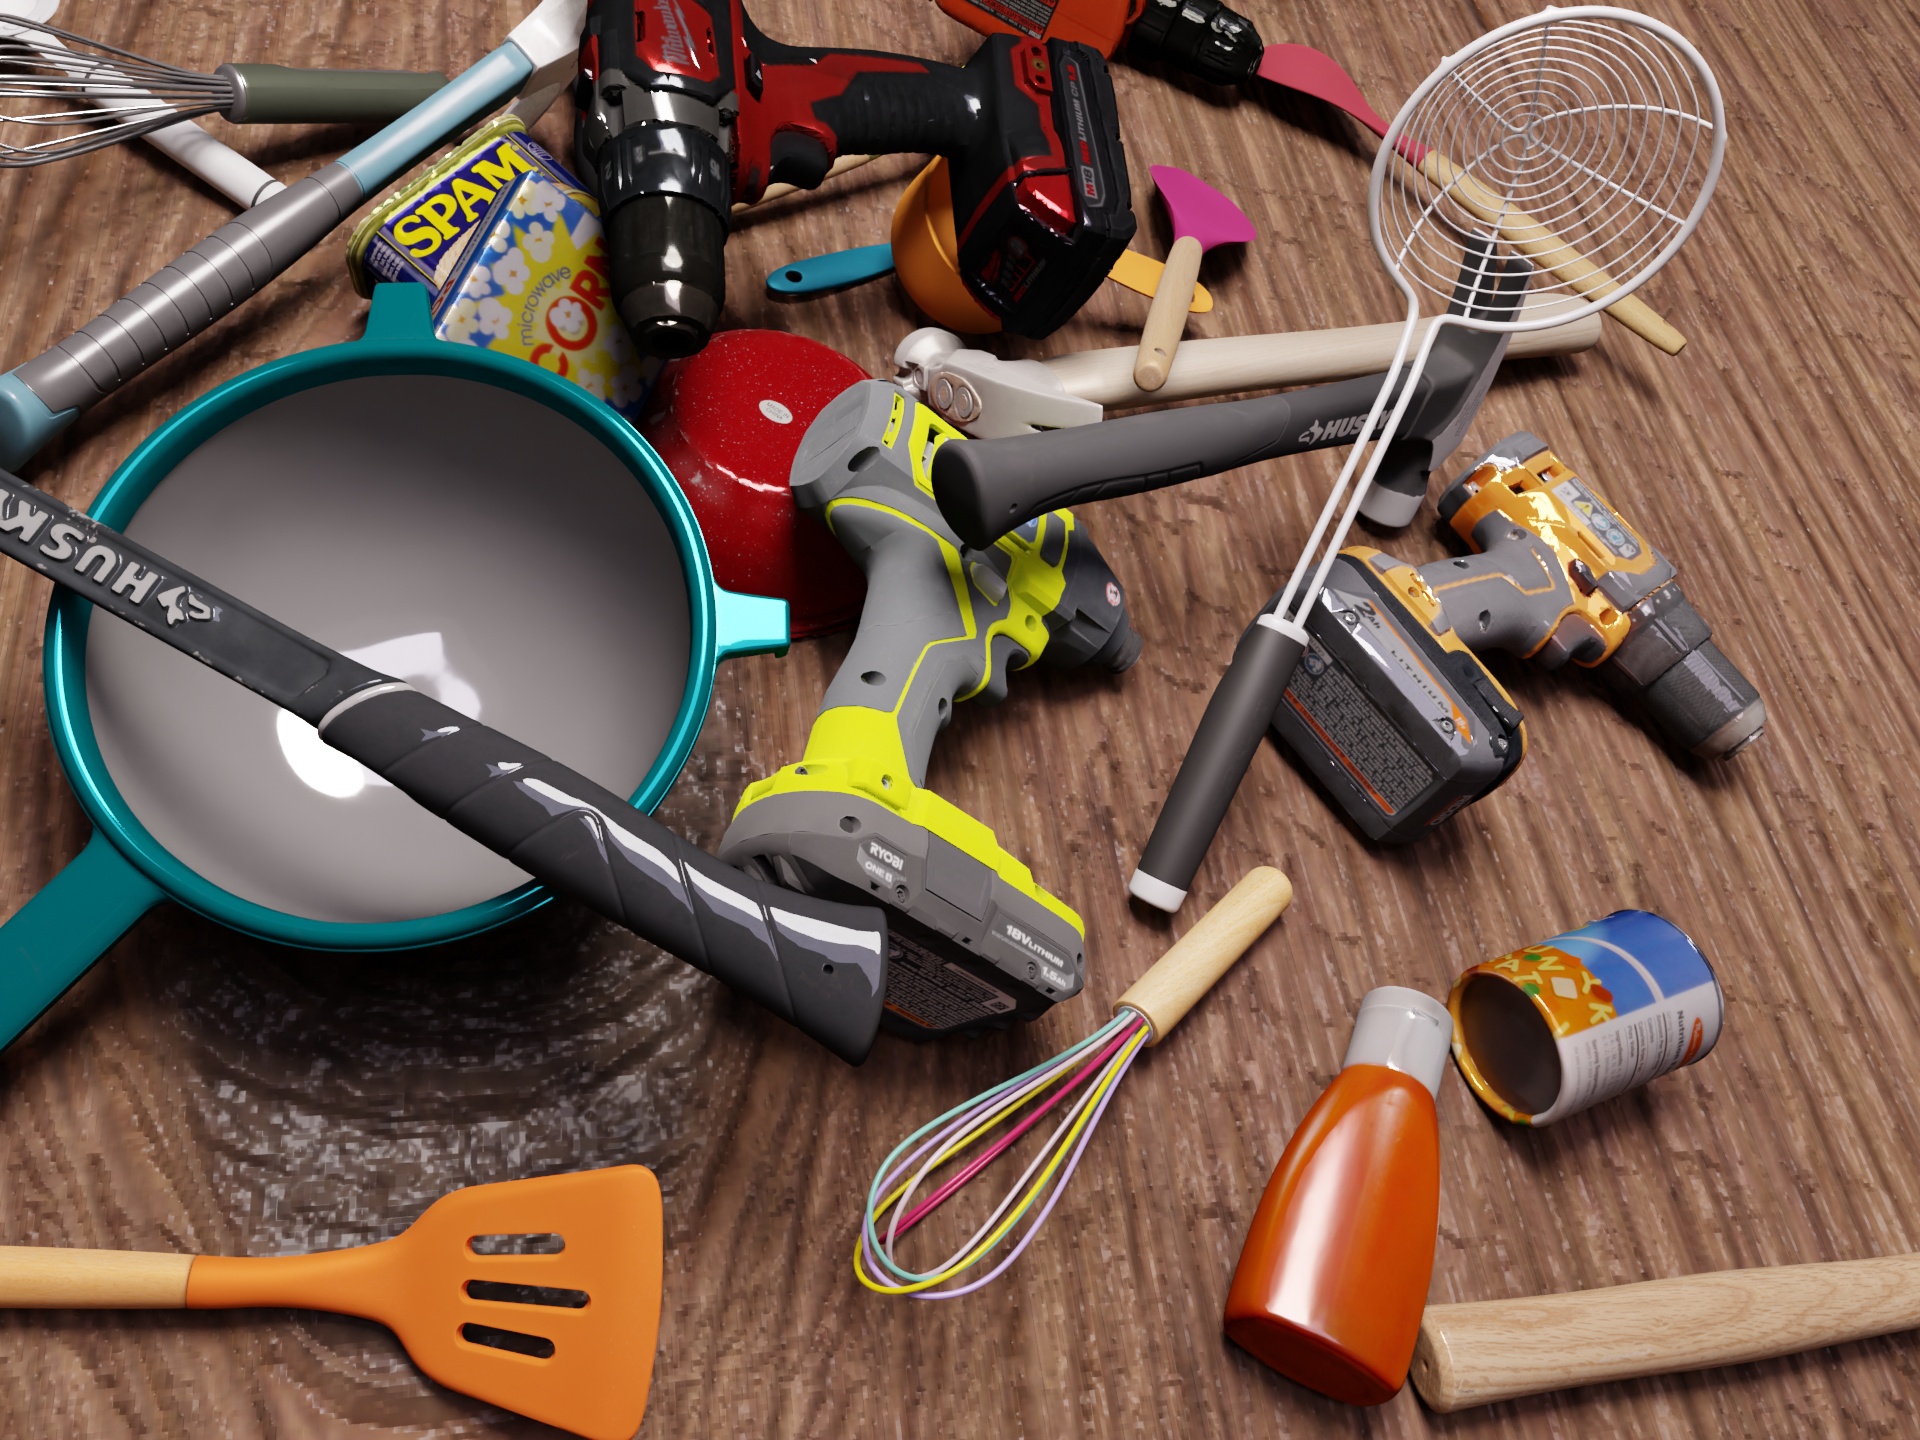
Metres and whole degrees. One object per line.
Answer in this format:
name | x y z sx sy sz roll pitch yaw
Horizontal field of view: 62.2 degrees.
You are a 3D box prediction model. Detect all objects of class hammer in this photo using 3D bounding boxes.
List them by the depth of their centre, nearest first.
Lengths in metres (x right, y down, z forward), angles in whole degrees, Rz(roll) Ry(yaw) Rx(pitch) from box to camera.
hammer | -0.201 -0.008 0.483 0.409 0.036 0.149 29 73 3
hammer | 0.321 0.228 0.609 0.331 0.031 0.130 -1 58 -18
hammer | -0.265 -0.215 0.659 0.033 0.128 0.331 48 62 -15
hammer | 0.120 -0.124 0.661 0.334 0.146 0.035 -18 51 -39
hammer | 0.179 -0.177 0.788 0.410 0.038 0.146 -13 30 -29

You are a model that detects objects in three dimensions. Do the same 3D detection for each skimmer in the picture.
skimmer | 0.162 -0.086 0.605 0.127 0.090 0.363 25 92 -19

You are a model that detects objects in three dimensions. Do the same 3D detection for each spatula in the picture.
spatula | -0.251 0.163 0.461 0.322 0.041 0.081 6 79 -12

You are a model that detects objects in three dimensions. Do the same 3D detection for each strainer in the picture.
strainer | -0.231 0.027 0.537 0.211 0.095 0.340 41 74 6
strainer | -0.393 -0.288 0.705 0.258 0.050 0.087 35 45 -1

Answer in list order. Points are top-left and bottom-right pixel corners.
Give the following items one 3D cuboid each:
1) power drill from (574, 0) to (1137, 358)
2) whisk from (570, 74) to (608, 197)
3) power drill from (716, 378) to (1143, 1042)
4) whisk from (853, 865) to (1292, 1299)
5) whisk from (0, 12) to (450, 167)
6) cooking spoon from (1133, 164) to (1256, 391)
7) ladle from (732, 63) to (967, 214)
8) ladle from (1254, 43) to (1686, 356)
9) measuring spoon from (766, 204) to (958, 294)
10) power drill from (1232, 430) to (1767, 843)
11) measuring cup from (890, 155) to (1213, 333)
power drill | -0.045 -0.222 0.658 0.226 0.080 0.188 4 66 -25
whisk | -0.199 -0.369 0.814 0.070 0.070 0.285 -5 65 -21
power drill | -0.001 -0.002 0.605 0.171 0.080 0.223 34 50 -29
whisk | 0.048 0.123 0.586 0.245 0.047 0.051 -36 87 -37
whisk | -0.321 -0.270 0.682 0.246 0.058 0.059 -26 109 -49
cooking spoon | 0.108 -0.222 0.778 0.068 0.017 0.319 30 33 -6
ladle | -0.072 -0.270 0.803 0.320 0.062 0.078 -28 61 -23
ladle | 0.289 -0.309 0.923 0.316 0.031 0.069 44 38 18
measuring spoon | -0.041 -0.237 0.795 0.128 0.021 0.042 -25 69 -31
power drill | 0.256 -0.027 0.725 0.226 0.084 0.185 -28 72 -35
measuring cup | 0.045 -0.227 0.798 0.173 0.052 0.095 12 75 -30
